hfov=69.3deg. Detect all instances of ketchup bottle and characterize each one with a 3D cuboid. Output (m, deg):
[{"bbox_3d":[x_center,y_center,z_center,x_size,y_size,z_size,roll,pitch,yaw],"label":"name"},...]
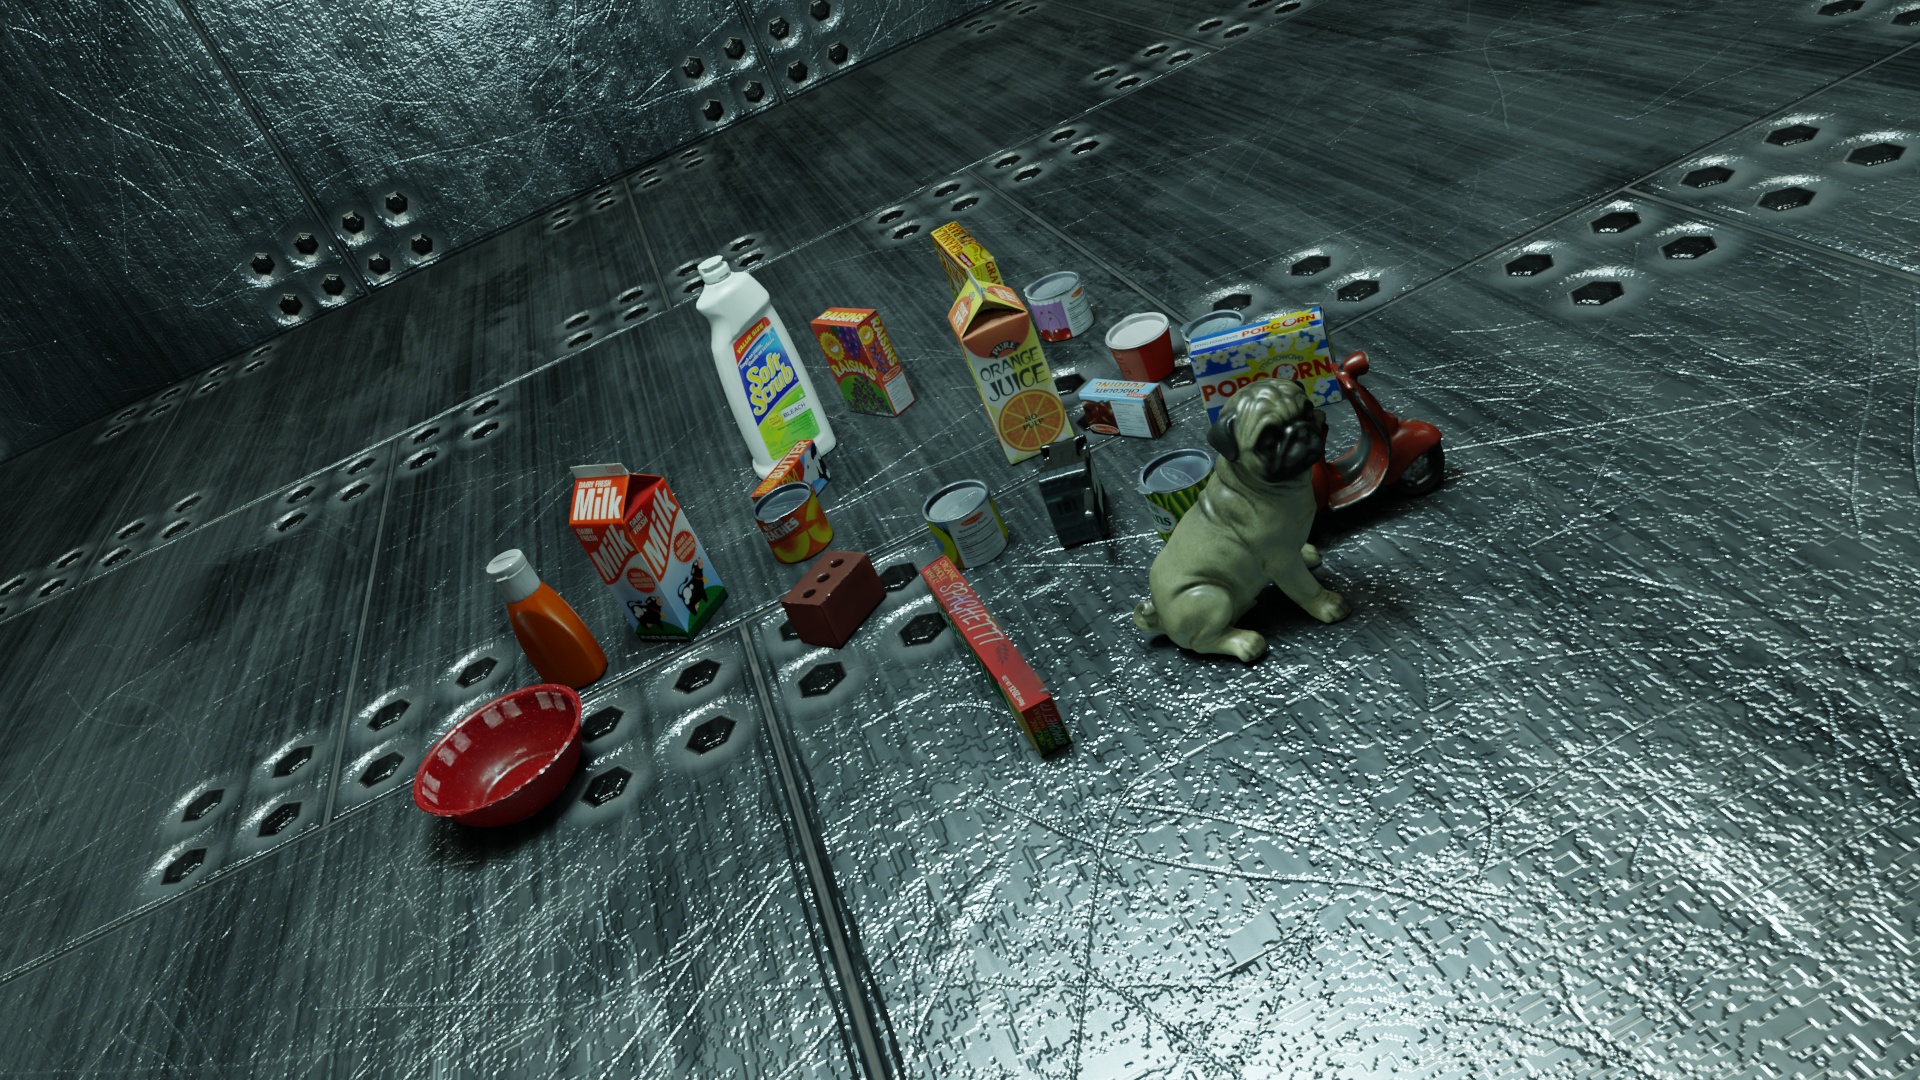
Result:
[{"bbox_3d":[-0.401,0.077,1.335,0.064,0.148,0.044,-16,31,13],"label":"ketchup bottle"}]

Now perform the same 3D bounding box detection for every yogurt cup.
[{"bbox_3d":[0.191,-0.199,1.454,0.072,0.053,0.073,-17,31,11],"label":"yogurt cup"}]

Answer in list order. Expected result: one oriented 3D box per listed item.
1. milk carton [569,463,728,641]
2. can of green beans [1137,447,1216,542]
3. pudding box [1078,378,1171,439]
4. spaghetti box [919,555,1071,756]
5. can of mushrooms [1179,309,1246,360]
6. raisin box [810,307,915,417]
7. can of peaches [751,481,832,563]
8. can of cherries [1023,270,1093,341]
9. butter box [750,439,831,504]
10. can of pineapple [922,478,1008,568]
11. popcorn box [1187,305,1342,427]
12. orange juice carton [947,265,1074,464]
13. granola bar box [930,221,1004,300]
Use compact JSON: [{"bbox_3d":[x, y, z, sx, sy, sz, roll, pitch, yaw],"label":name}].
[{"bbox_3d":[-0.308,0.004,1.344,0.072,0.189,0.074,-3,36,32],"label":"milk carton"},{"bbox_3d":[0.194,-0.038,1.200,0.071,0.057,0.071,-17,31,11],"label":"can of green beans"},{"bbox_3d":[0.162,-0.131,1.372,0.083,0.049,0.030,10,44,43],"label":"pudding box"},{"bbox_3d":[0.023,0.087,1.129,0.029,0.050,0.251,-28,31,-7],"label":"spaghetti box"},{"bbox_3d":[0.264,-0.209,1.441,0.071,0.033,0.071,-17,31,11],"label":"can of mushrooms"},{"bbox_3d":[-0.112,-0.206,1.603,0.086,0.123,0.040,13,47,46],"label":"raisin box"},{"bbox_3d":[-0.171,-0.017,1.413,0.071,0.057,0.071,-17,31,11],"label":"can of peaches"},{"bbox_3d":[0.114,-0.272,1.617,0.071,0.058,0.072,-17,31,11],"label":"can of cherries"},{"bbox_3d":[-0.180,-0.059,1.489,0.024,0.053,0.104,-2,37,33],"label":"butter box"},{"bbox_3d":[0.005,-0.016,1.293,0.071,0.057,0.071,-17,31,11],"label":"can of pineapple"},{"bbox_3d":[0.285,-0.160,1.300,0.126,0.085,0.038,-12,32,19],"label":"popcorn box"},{"bbox_3d":[0.045,-0.181,1.389,0.073,0.192,0.072,-23,30,1],"label":"orange juice carton"},{"bbox_3d":[0.020,-0.299,1.656,0.039,0.123,0.166,-26,31,-3],"label":"granola bar box"}]
